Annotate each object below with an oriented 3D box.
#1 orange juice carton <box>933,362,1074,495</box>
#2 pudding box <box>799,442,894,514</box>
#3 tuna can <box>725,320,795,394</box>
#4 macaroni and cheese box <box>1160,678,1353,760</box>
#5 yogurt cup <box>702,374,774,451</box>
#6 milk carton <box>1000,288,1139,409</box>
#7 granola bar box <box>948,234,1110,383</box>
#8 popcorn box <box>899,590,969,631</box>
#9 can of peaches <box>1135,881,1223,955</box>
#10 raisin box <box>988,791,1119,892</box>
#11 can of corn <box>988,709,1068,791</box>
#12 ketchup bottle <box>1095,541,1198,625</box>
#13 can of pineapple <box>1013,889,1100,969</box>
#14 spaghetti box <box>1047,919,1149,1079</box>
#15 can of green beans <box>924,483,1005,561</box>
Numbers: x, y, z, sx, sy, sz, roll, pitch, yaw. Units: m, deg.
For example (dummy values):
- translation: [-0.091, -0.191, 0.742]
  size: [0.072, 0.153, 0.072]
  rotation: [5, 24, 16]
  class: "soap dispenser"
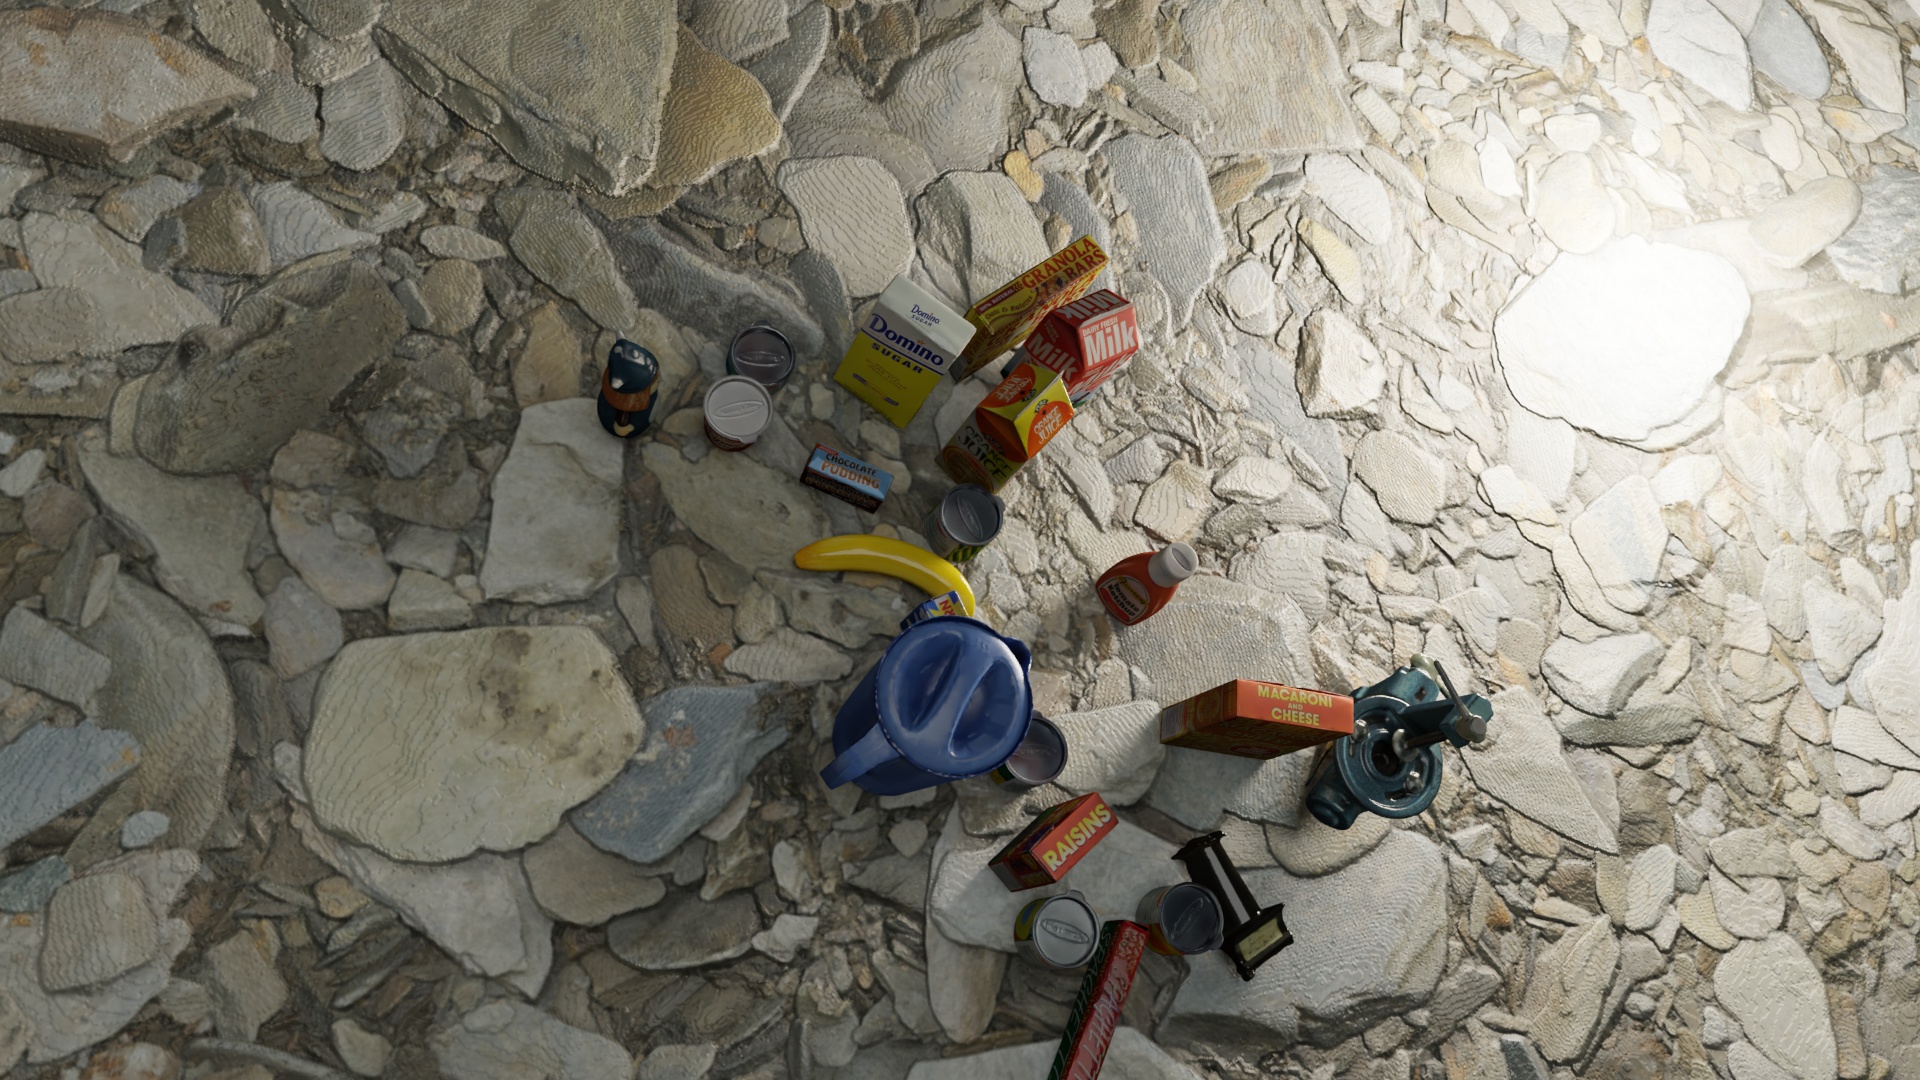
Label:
- translation: [0.046, -0.107, 1.358]
  size: [0.073, 0.192, 0.072]
  rotation: [46, 65, 0]
  class: "orange juice carton"
- translation: [-0.112, -0.061, 1.370]
  size: [0.084, 0.049, 0.030]
  rotation: [24, 67, -9]
  class: "pudding box"
- translation: [-0.201, -0.182, 1.391]
  size: [0.071, 0.032, 0.071]
  rotation: [5, 71, -16]
  class: "tuna can"
- translation: [0.285, 0.175, 1.354]
  size: [0.124, 0.166, 0.040]
  rotation: [10, 70, -14]
  class: "macaroni and cheese box"
- translation: [-0.219, -0.121, 1.353]
  size: [0.072, 0.053, 0.072]
  rotation: [5, 71, -16]
  class: "yogurt cup"
- translation: [0.116, -0.191, 1.409]
  size: [0.072, 0.190, 0.073]
  rotation: [-26, 82, -23]
  class: "milk carton"
- translation: [0.064, -0.242, 1.446]
  size: [0.166, 0.123, 0.039]
  rotation: [-36, 86, -24]
  class: "granola bar box"
- translation: [-0.006, 0.119, 1.324]
  size: [0.038, 0.085, 0.127]
  rotation: [-22, 80, -23]
  class: "popcorn box"
- translation: [0.210, 0.364, 1.327]
  size: [0.071, 0.058, 0.071]
  rotation: [5, 71, -16]
  class: "can of peaches"
- translation: [0.084, 0.278, 1.279]
  size: [0.086, 0.123, 0.040]
  rotation: [-37, 86, -24]
  class: "raisin box"
- translation: [0.062, 0.203, 1.333]
  size: [0.071, 0.058, 0.071]
  rotation: [5, 71, -16]
  class: "can of corn"
- translation: [0.188, 0.039, 1.379]
  size: [0.044, 0.148, 0.065]
  rotation: [-38, 87, -24]
  class: "ketchup bottle"
- translation: [0.090, 0.362, 1.289]
  size: [0.071, 0.057, 0.071]
  rotation: [5, 71, -16]
  class: "can of pineapple"
- translation: [0.111, 0.465, 1.265]
  size: [0.029, 0.050, 0.251]
  rotation: [28, 66, -7]
  class: "spaghetti box"
- translation: [0.003, -0.017, 1.388]
  size: [0.071, 0.057, 0.071]
  rotation: [5, 71, -16]
  class: "can of green beans"
